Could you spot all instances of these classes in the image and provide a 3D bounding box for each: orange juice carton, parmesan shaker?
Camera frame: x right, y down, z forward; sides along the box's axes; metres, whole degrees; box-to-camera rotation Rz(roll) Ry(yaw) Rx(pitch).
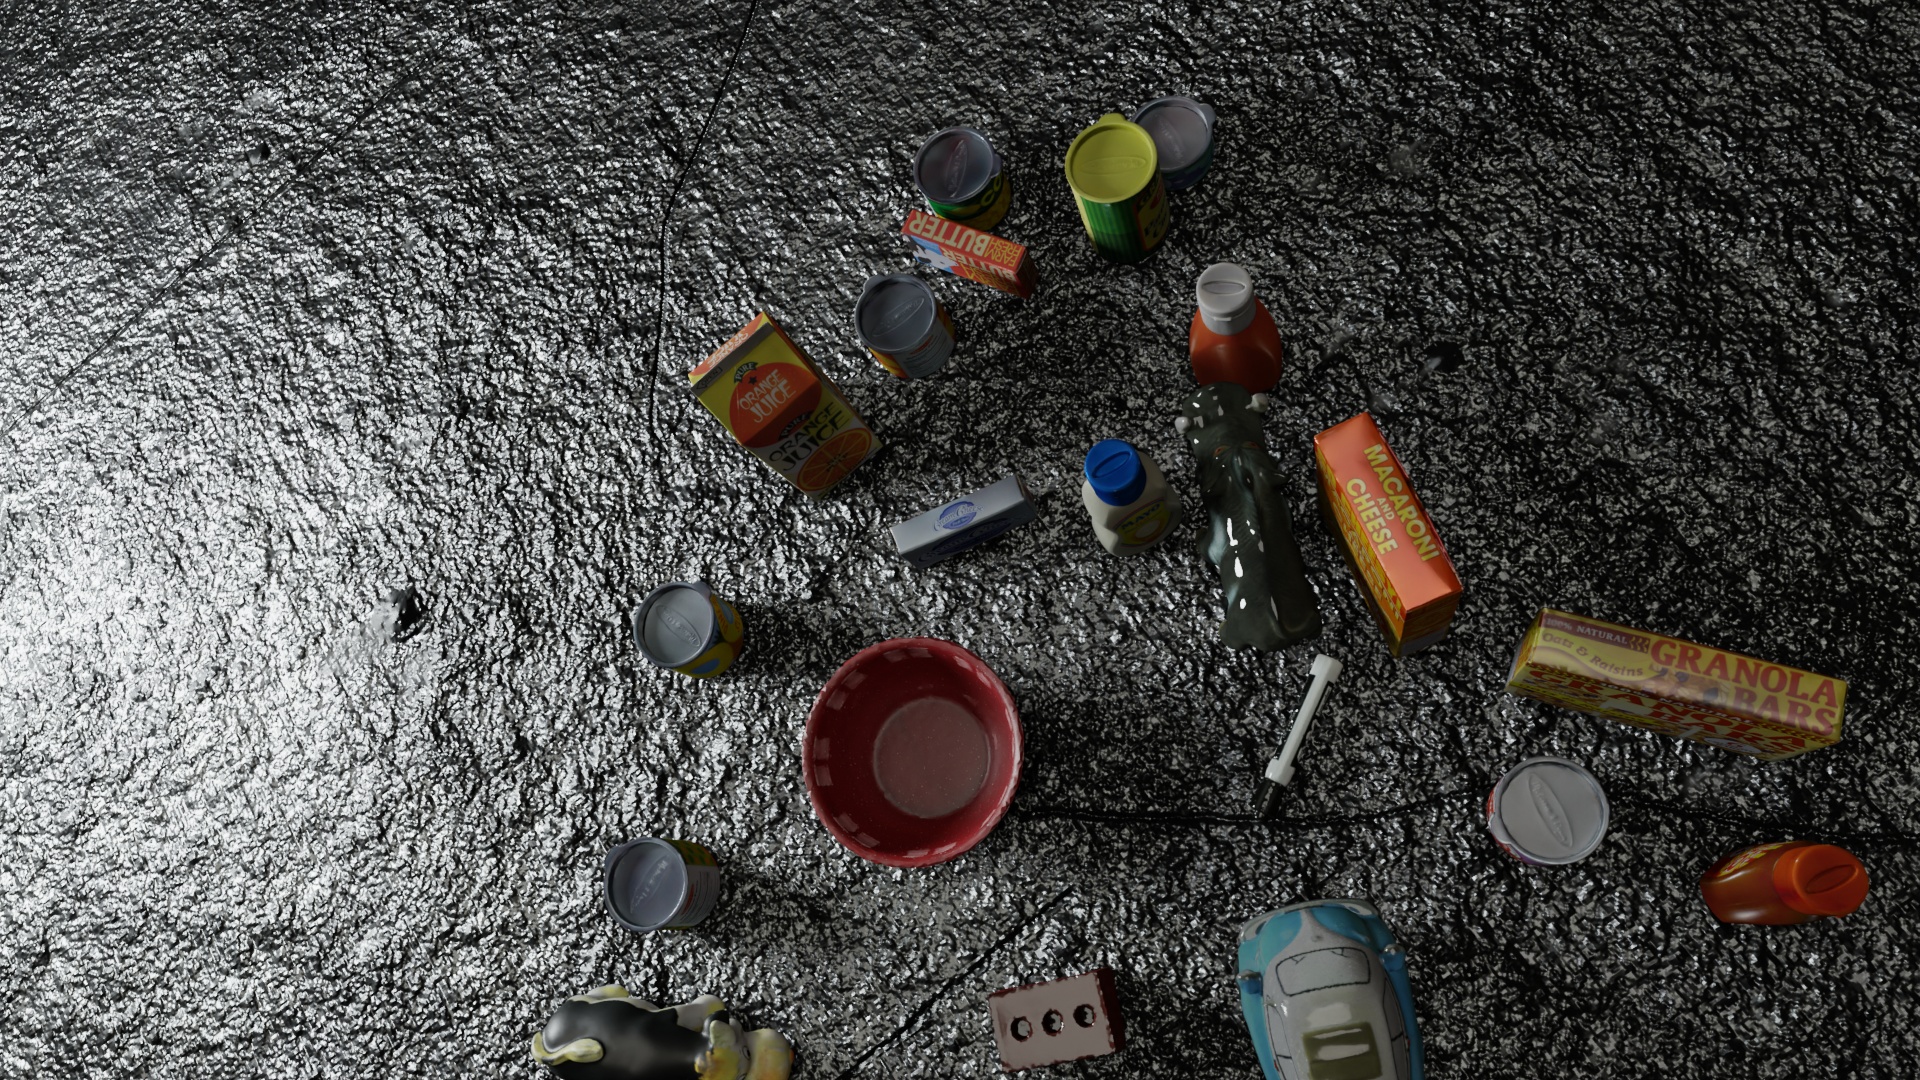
[{"bbox_3d":[-0.131,-0.101,1.013,0.072,0.192,0.073,-40,70,2],"label":"orange juice carton"},{"bbox_3d":[0.120,-0.261,1.038,0.071,0.103,0.071,-4,75,14],"label":"parmesan shaker"}]

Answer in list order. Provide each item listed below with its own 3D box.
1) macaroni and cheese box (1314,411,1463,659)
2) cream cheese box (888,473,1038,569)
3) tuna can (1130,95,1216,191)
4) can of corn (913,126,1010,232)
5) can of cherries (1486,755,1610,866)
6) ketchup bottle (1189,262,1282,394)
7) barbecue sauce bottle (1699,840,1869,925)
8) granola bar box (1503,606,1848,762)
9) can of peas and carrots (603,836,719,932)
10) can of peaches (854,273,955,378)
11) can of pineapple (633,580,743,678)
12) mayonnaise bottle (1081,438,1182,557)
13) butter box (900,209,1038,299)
[{"bbox_3d":[0.273,0.001,0.894,0.040,0.166,0.124,-25,71,8],"label":"macaroni and cheese box"},{"bbox_3d":[0.004,-0.013,1.028,0.104,0.053,0.024,-23,71,8],"label":"cream cheese box"},{"bbox_3d":[0.166,-0.309,1.076,0.071,0.033,0.071,-4,75,14],"label":"tuna can"},{"bbox_3d":[0.005,-0.283,1.098,0.071,0.058,0.071,-4,75,14],"label":"can of corn"},{"bbox_3d":[0.368,0.173,0.880,0.071,0.058,0.071,-4,75,14],"label":"can of cherries"},{"bbox_3d":[0.189,-0.145,0.964,0.065,0.148,0.043,3,77,16],"label":"ketchup bottle"},{"bbox_3d":[0.475,0.196,0.797,0.065,0.148,0.044,-27,71,7],"label":"barbecue sauce bottle"},{"bbox_3d":[0.430,0.089,0.851,0.165,0.124,0.039,15,80,18],"label":"granola bar box"},{"bbox_3d":[-0.219,0.250,1.013,0.071,0.058,0.071,-4,75,14],"label":"can of peas and carrots"},{"bbox_3d":[-0.044,-0.168,1.080,0.071,0.058,0.071,-4,75,14],"label":"can of peaches"},{"bbox_3d":[-0.204,0.068,1.059,0.071,0.058,0.071,-4,75,14],"label":"can of pineapple"},{"bbox_3d":[0.114,-0.030,0.953,0.065,0.148,0.041,-32,70,5],"label":"mayonnaise bottle"},{"bbox_3d":[0.008,-0.223,1.084,0.103,0.053,0.024,23,83,19],"label":"butter box"}]
